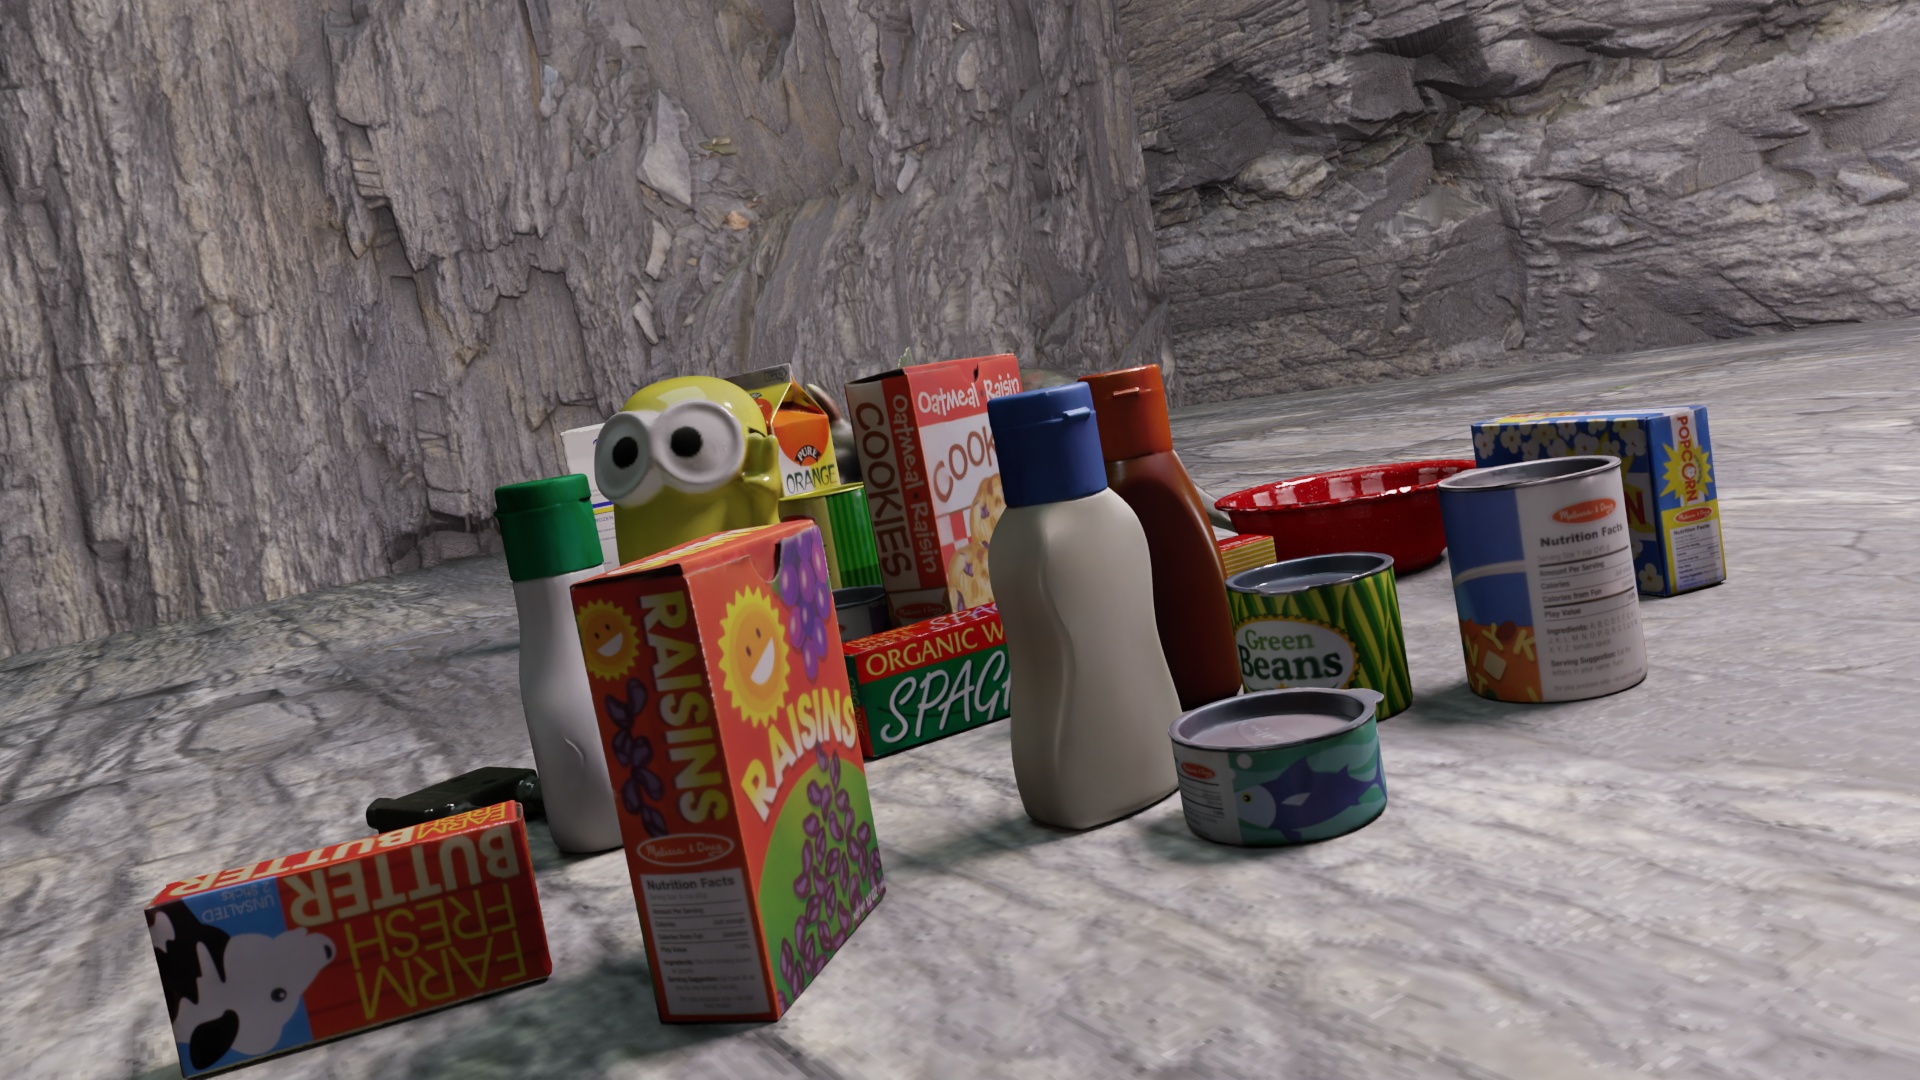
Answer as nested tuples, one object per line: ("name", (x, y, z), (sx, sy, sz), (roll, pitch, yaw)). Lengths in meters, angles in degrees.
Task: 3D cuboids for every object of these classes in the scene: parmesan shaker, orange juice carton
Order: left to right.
("orange juice carton", (-0.138, -0.032, 1.042), (0.071, 0.192, 0.073), (-7, 7, 31))
("parmesan shaker", (-0.079, 0.018, 0.909), (0.071, 0.103, 0.071), (-10, 6, 1))

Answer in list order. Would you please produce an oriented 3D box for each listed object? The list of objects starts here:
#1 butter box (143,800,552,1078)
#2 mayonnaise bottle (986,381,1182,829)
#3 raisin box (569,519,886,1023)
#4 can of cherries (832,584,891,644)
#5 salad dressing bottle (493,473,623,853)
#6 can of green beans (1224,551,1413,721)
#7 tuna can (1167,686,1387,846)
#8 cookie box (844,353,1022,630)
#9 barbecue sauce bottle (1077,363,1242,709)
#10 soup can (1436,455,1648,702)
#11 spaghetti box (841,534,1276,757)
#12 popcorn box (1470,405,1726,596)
("butter box", (-0.178, 0.117, 0.414), (0.104, 0.053, 0.024), (-12, 6, -16))
("mayonnaise bottle", (0.040, 0.021, 0.483), (0.065, 0.148, 0.041), (-15, 7, -36))
("raisin box", (-0.062, 0.061, 0.400), (0.040, 0.123, 0.086), (-8, 6, 19))
("can of cherries", (-0.060, 0.058, 0.723), (0.071, 0.058, 0.071), (-10, 6, 1))
("salad dressing bottle", (-0.154, 0.048, 0.557), (0.044, 0.147, 0.064), (-10, 6, 3))
("can of green beans", (0.143, 0.040, 0.556), (0.071, 0.057, 0.071), (-10, 6, 1))
("tuna can", (0.105, 0.071, 0.449), (0.071, 0.032, 0.071), (-10, 6, 1))
("cookie box", (0.003, -0.009, 0.720), (0.040, 0.167, 0.123), (-7, 7, 28))
("barbecue sauce bottle", (0.081, -0.001, 0.608), (0.065, 0.148, 0.044), (-10, 6, 2))
("soup can", (0.224, 0.014, 0.539), (0.071, 0.083, 0.071), (-10, 6, 1))
("spaghetti box", (0.054, 0.047, 0.673), (0.251, 0.050, 0.028), (-14, 7, -29))
("popcorn box", (0.316, -0.022, 0.697), (0.038, 0.085, 0.126), (-12, 6, -16))
